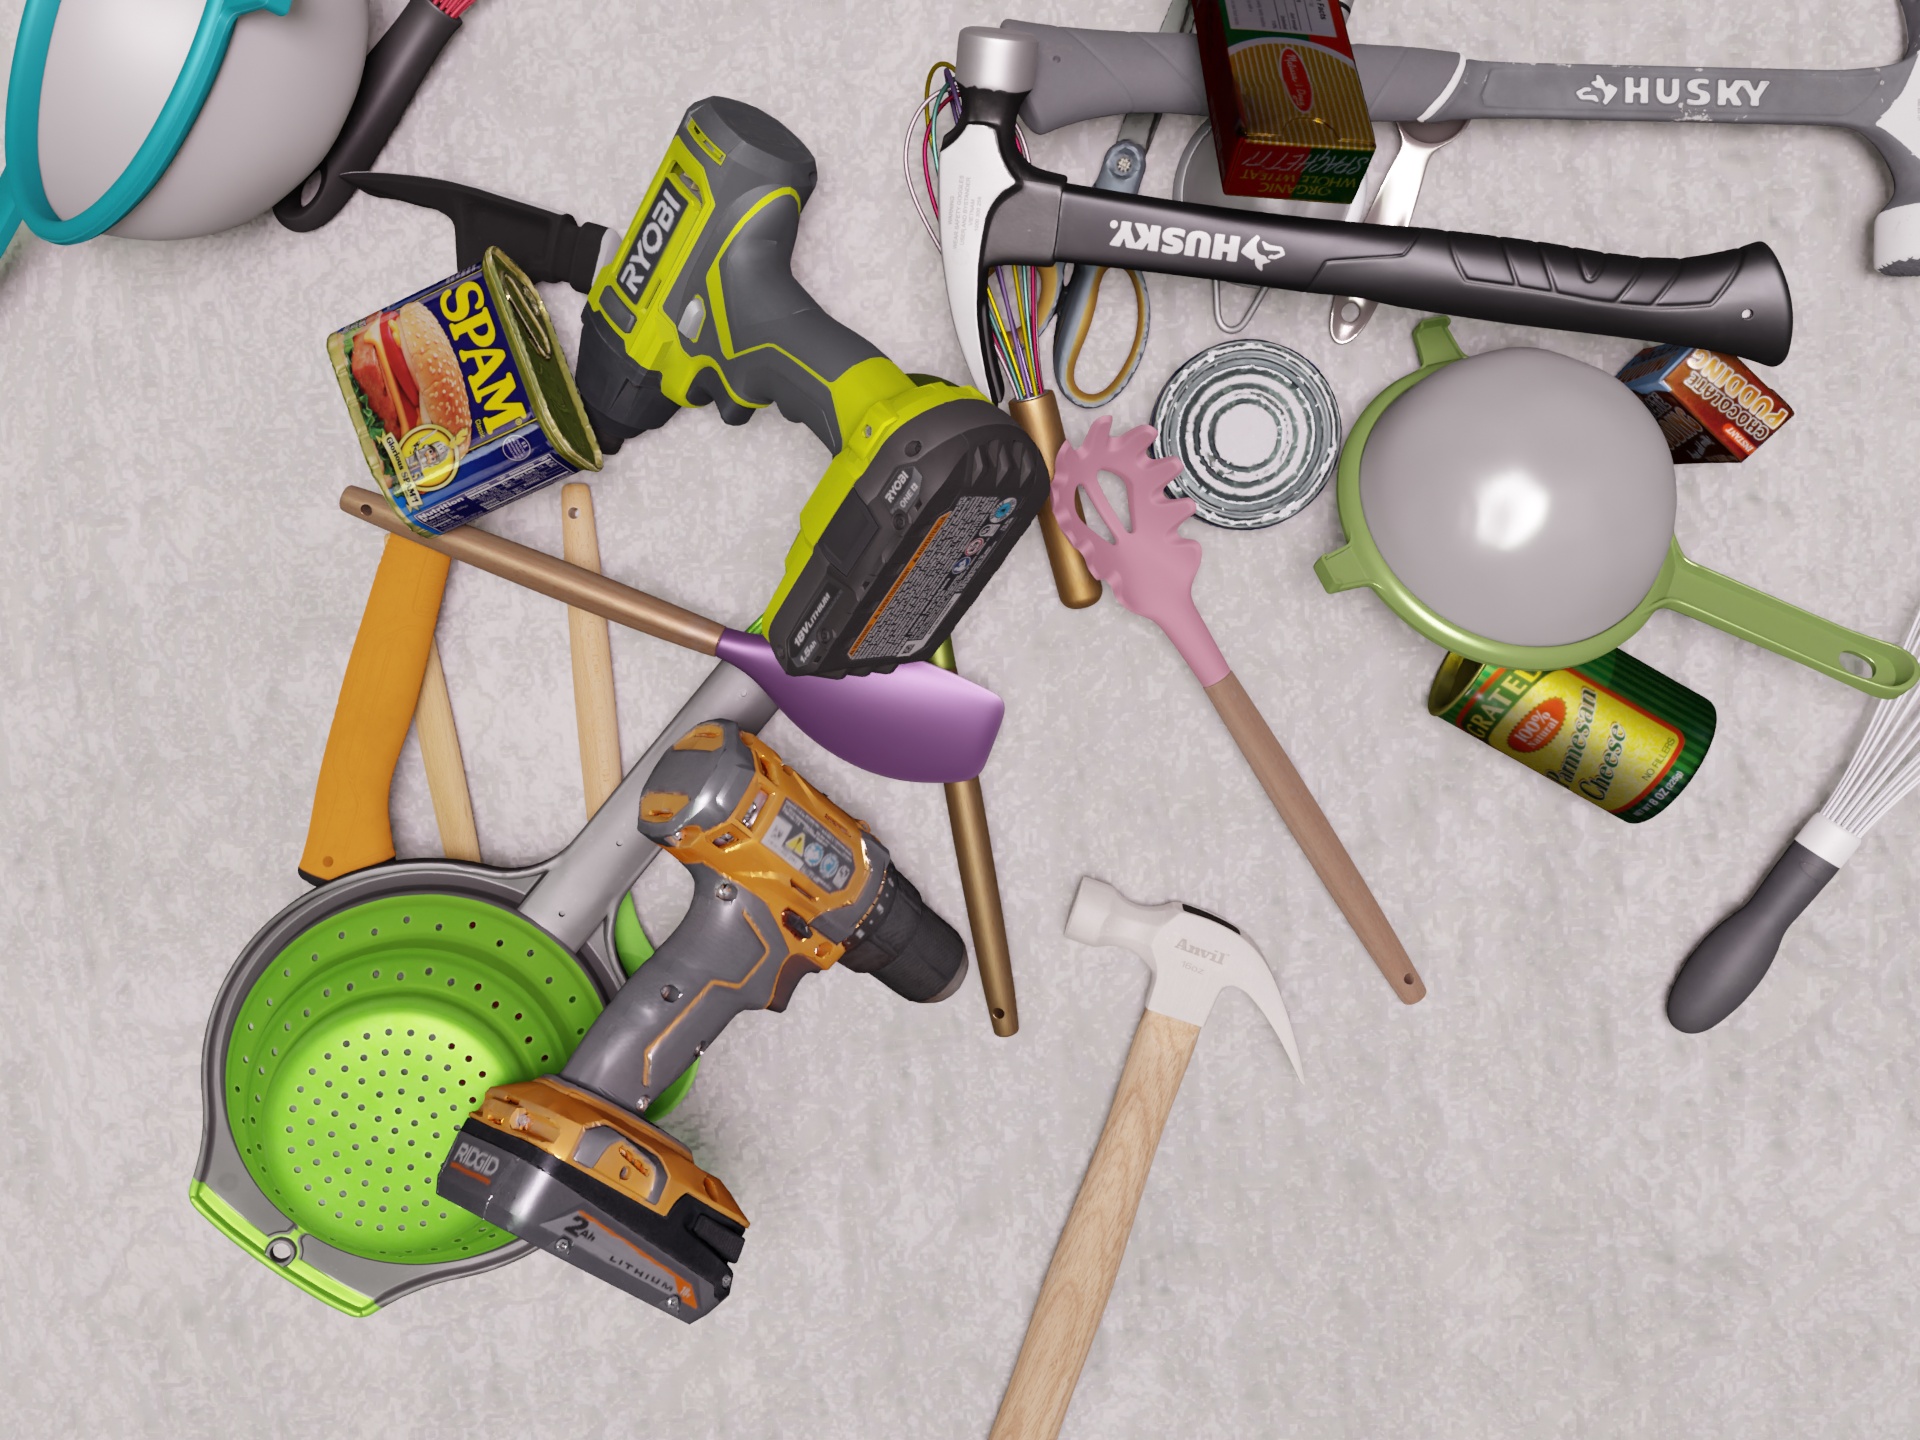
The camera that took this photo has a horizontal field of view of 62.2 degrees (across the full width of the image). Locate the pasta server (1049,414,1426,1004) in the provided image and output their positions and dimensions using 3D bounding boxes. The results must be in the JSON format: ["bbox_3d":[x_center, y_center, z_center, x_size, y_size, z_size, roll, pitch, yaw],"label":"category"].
[{"bbox_3d":[0.133,0.004,0.724,0.060,0.040,0.316,-35,101,-8],"label":"pasta server"}]

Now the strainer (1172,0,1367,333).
[{"bbox_3d":[0.155,-0.299,0.691,0.087,0.050,0.258,20,97,17],"label":"strainer"}]

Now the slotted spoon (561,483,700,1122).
[{"bbox_3d":[-0.172,0.042,0.778,0.070,0.031,0.314,-4,96,0],"label":"slotted spoon"}]

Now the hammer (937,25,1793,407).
[{"bbox_3d":[0.155,-0.176,0.630,0.335,0.035,0.146,9,117,6],"label":"hammer"}]

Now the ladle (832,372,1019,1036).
[{"bbox_3d":[-0.001,-0.002,0.754,0.078,0.062,0.320,-5,105,18],"label":"ladle"}]

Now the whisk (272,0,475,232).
[{"bbox_3d":[-0.222,-0.336,0.714,0.073,0.073,0.296,44,106,-2],"label":"whisk"}]

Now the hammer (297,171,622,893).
[{"bbox_3d":[-0.263,-0.084,0.749,0.127,0.034,0.337,16,95,0],"label":"hammer"}]

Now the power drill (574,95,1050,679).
[{"bbox_3d":[-0.079,-0.130,0.679,0.223,0.080,0.171,51,123,23],"label":"power drill"}]

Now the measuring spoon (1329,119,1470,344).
[{"bbox_3d":[0.192,-0.229,0.712,0.034,0.018,0.124,20,107,2],"label":"measuring spoon"}]

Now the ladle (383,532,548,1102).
[{"bbox_3d":[-0.246,0.063,0.790,0.069,0.031,0.315,-10,96,8],"label":"ladle"}]

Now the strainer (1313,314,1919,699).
[{"bbox_3d":[0.287,-0.079,0.659,0.256,0.069,0.151,25,68,5],"label":"strainer"}]

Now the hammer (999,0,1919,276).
[{"bbox_3d":[0.220,-0.267,0.659,0.409,0.036,0.149,1,91,-3],"label":"hammer"}]

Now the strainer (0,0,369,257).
[{"bbox_3d":[-0.366,-0.259,0.720,0.340,0.095,0.211,-37,60,29],"label":"strainer"}]

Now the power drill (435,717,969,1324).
[{"bbox_3d":[-0.097,0.139,0.698,0.185,0.084,0.226,42,63,-32],"label":"power drill"}]

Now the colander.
[{"bbox_3d":[-0.193,0.106,0.717,0.204,0.094,0.397,40,87,-10],"label":"colander"}]

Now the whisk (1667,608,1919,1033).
[{"bbox_3d":[0.407,0.027,0.709,0.070,0.070,0.284,32,104,0],"label":"whisk"}]

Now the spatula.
[{"bbox_3d":[-0.133,-0.043,0.723,0.316,0.018,0.059,22,109,0],"label":"spatula"}]

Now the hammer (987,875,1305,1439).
[{"bbox_3d":[0.071,0.248,0.783,0.130,0.031,0.331,18,100,3],"label":"hammer"}]

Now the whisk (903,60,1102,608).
[{"bbox_3d":[0.025,-0.166,0.708,0.047,0.051,0.244,-1,115,37],"label":"whisk"}]
